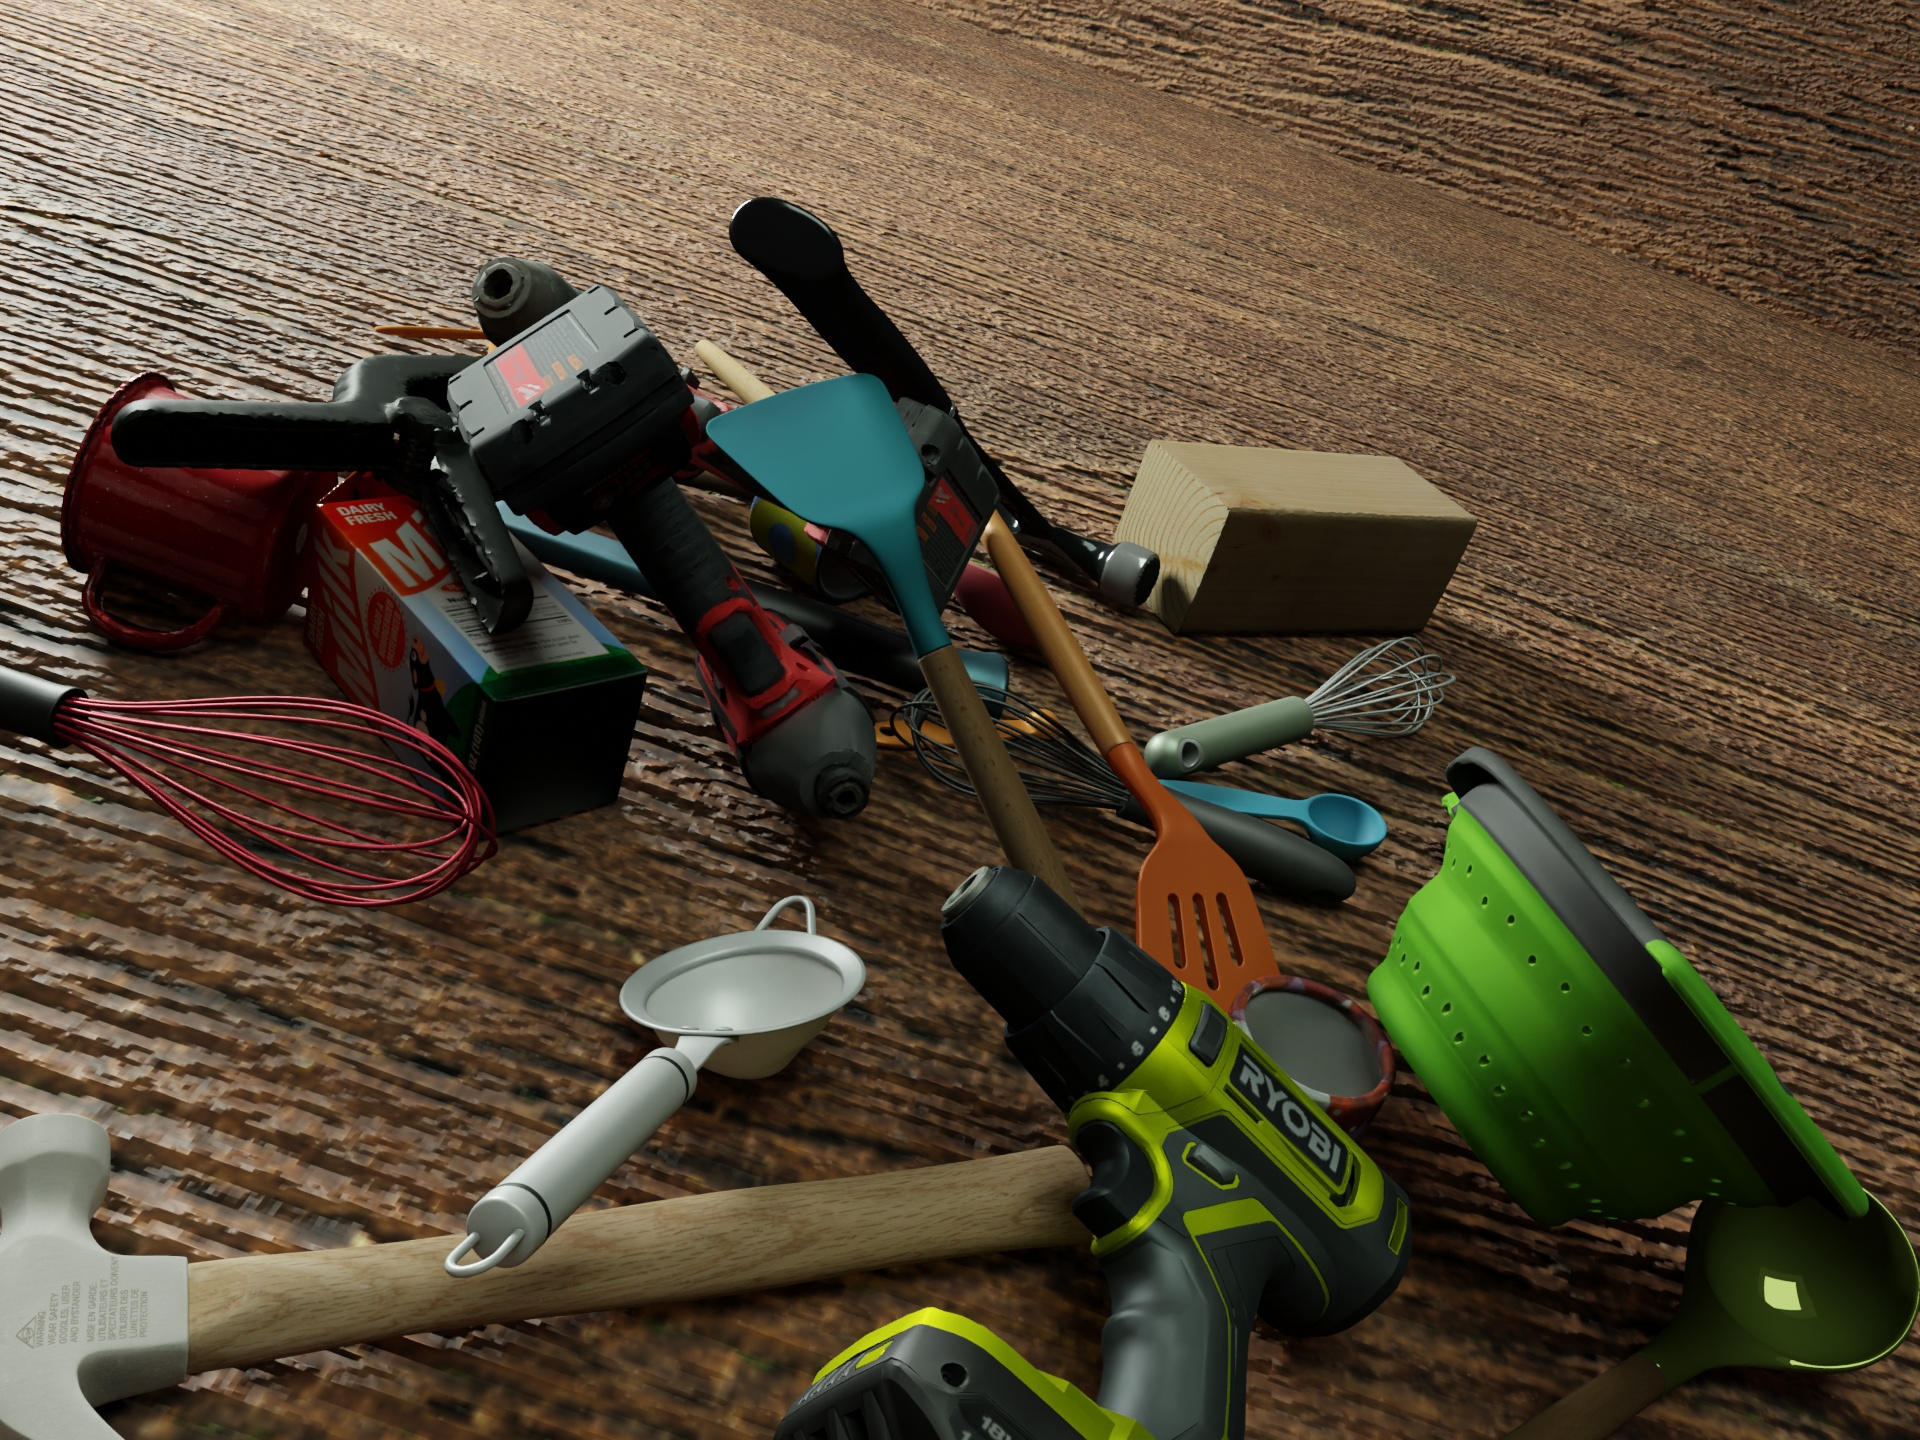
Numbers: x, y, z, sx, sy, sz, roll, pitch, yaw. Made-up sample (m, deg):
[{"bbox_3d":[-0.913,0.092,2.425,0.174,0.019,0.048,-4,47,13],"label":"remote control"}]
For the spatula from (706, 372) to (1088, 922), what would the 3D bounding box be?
[{"bbox_3d":[-0.001,-0.002,0.647,0.082,0.044,0.317,-23,85,-24],"label":"spatula"}]

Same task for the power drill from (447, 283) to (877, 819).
[{"bbox_3d":[-0.106,-0.054,0.644,0.078,0.219,0.143,-34,35,-4],"label":"power drill"}]

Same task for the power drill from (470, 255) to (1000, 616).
[{"bbox_3d":[-0.109,-0.138,0.753,0.227,0.080,0.187,25,-5,18],"label":"power drill"}]

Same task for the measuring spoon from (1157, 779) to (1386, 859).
[{"bbox_3d":[0.150,0.050,0.804,0.128,0.021,0.042,9,33,0],"label":"measuring spoon"}]

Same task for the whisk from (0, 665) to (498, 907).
[{"bbox_3d":[-0.309,0.005,0.583,0.296,0.073,0.073,16,32,4],"label":"whisk"}]

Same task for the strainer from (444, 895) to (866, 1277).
[{"bbox_3d":[-0.091,0.112,0.499,0.087,0.050,0.258,0,9,13],"label":"strainer"}]

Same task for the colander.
[{"bbox_3d":[0.227,0.104,0.671,0.204,0.094,0.397,52,10,-4],"label":"colander"}]

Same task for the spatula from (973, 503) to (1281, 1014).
[{"bbox_3d":[0.059,0.004,0.728,0.081,0.041,0.323,3,43,-31],"label":"spatula"}]

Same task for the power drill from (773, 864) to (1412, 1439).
[{"bbox_3d":[0.040,0.159,0.472,0.190,0.080,0.228,45,34,-4],"label":"power drill"}]

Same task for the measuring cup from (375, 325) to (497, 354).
[{"bbox_3d":[-0.265,-0.197,0.917,0.173,0.052,0.095,9,4,16],"label":"measuring cup"}]

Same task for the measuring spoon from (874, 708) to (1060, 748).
[{"bbox_3d":[0.002,0.002,0.794,0.117,0.011,0.021,-3,38,-32],"label":"measuring spoon"}]

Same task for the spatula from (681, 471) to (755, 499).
[{"bbox_3d":[-0.179,-0.147,0.912,0.315,0.018,0.060,9,3,-20],"label":"spatula"}]

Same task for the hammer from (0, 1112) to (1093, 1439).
[{"bbox_3d":[-0.104,0.163,0.475,0.331,0.031,0.130,1,36,-27],"label":"hammer"}]

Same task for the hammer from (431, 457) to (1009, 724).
[{"bbox_3d":[-0.132,-0.066,0.797,0.331,0.033,0.128,19,32,2],"label":"hammer"}]

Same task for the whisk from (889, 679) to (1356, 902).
[{"bbox_3d":[0.079,0.038,0.756,0.239,0.055,0.055,22,31,-5],"label":"whisk"}]

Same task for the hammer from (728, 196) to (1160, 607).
[{"bbox_3d":[-0.010,-0.151,0.807,0.149,0.036,0.408,26,-2,23],"label":"hammer"}]

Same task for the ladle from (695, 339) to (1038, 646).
[{"bbox_3d":[-0.057,-0.136,0.923,0.316,0.031,0.069,43,-5,25],"label":"ladle"}]

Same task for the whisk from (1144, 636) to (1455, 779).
[{"bbox_3d":[0.191,-0.003,0.882,0.246,0.058,0.059,-14,10,-38],"label":"whisk"}]

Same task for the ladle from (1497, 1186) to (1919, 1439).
[{"bbox_3d":[0.221,0.221,0.527,0.320,0.062,0.078,-7,47,-38],"label":"ladle"}]
